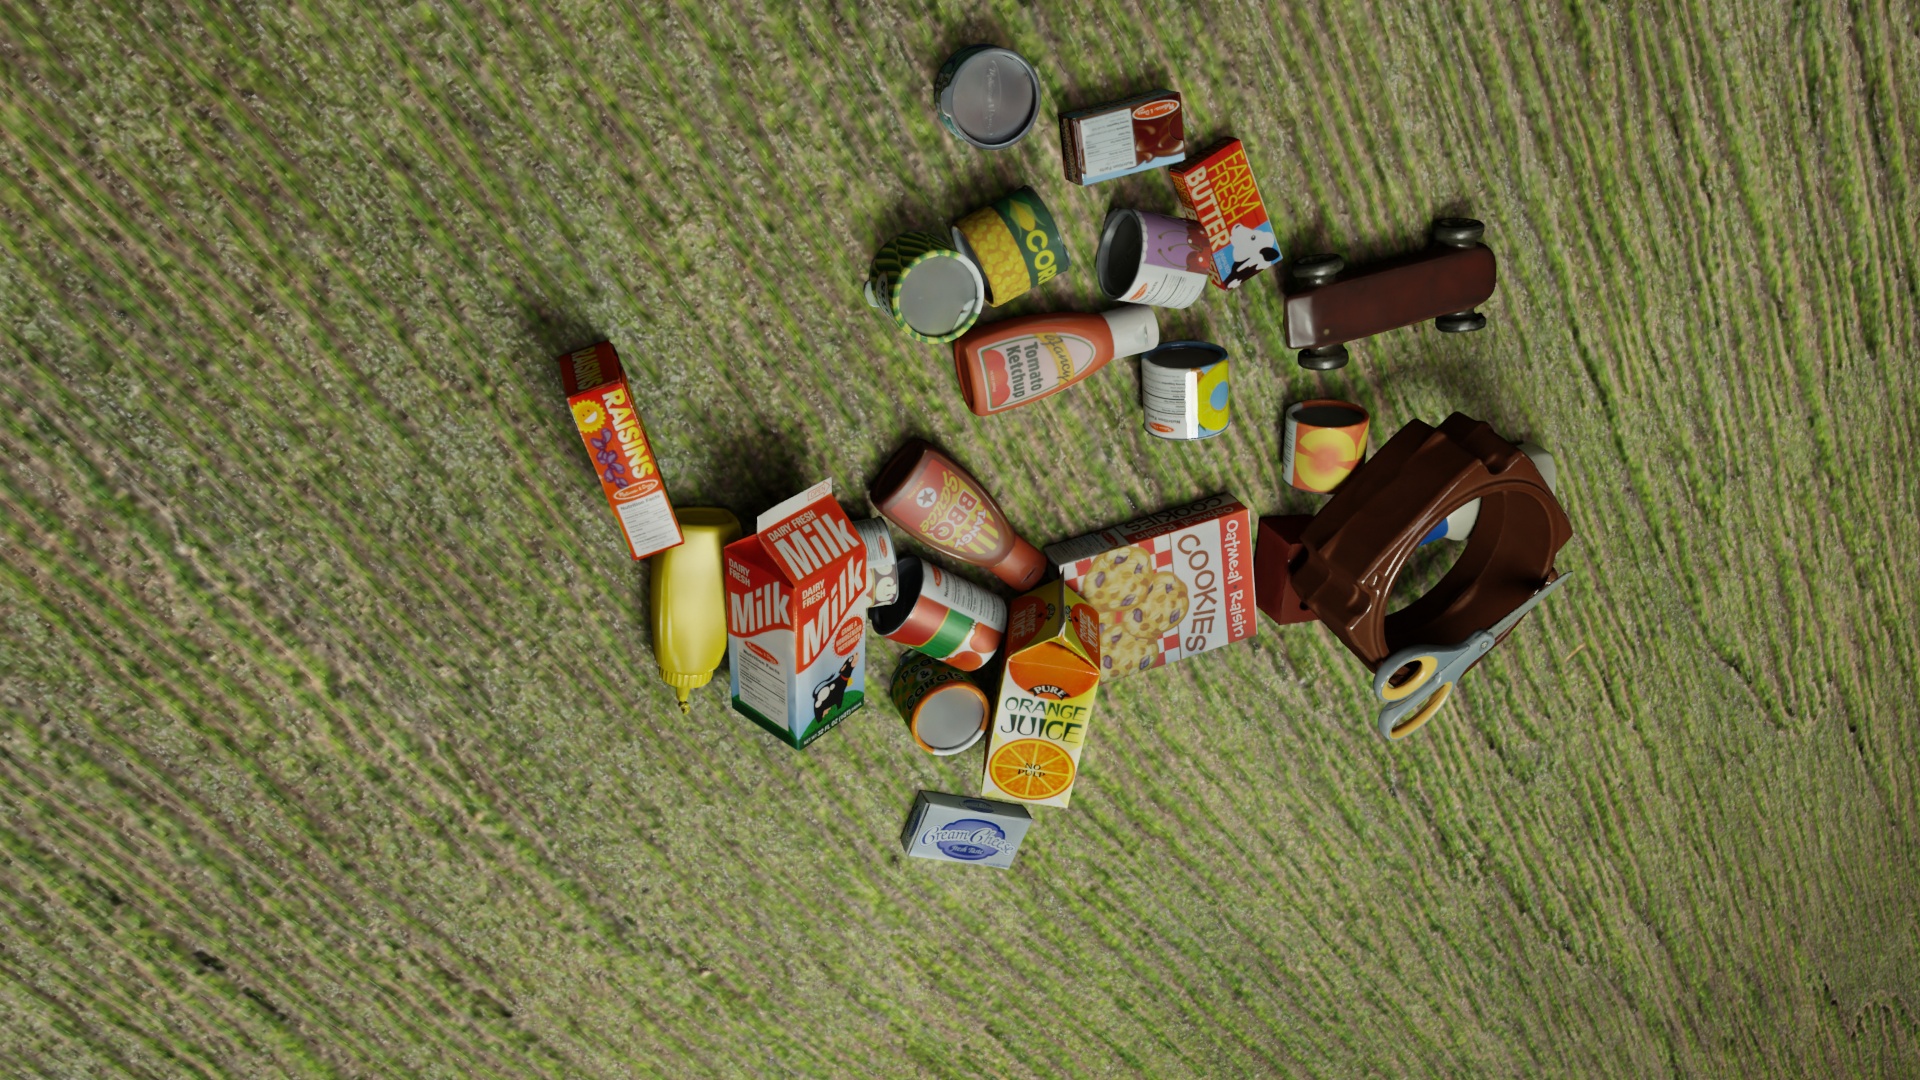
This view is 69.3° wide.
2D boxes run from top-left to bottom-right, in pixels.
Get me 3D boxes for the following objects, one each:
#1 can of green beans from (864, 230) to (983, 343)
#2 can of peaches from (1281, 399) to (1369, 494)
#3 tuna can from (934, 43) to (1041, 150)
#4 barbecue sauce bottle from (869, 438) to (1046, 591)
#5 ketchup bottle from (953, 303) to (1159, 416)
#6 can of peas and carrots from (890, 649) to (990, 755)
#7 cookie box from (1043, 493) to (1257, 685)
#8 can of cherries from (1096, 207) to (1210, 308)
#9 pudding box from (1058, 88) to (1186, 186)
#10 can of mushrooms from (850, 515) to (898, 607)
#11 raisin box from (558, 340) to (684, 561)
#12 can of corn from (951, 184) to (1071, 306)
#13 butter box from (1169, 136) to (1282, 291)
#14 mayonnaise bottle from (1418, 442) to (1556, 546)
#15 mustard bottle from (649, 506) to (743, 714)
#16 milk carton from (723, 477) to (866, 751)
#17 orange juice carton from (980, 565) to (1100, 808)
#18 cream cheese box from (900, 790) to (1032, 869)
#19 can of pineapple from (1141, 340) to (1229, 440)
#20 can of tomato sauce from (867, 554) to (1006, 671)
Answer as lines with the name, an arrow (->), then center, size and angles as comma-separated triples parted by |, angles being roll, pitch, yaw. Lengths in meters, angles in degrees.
can of green beans -> -0.023, -0.175, 0.959 | 0.071, 0.058, 0.071 | -8, 116, -17
can of peaches -> 0.297, -0.076, 1.122 | 0.071, 0.071, 0.057 | -11, 117, -16
tuna can -> 0.015, -0.298, 0.931 | 0.071, 0.033, 0.070 | -8, 116, -17
barbecue sauce bottle -> 0.004, -0.013, 1.054 | 0.148, 0.044, 0.065 | 37, 95, -31
ketchup bottle -> 0.071, -0.140, 1.021 | 0.149, 0.044, 0.064 | -17, 119, -13
can of peas and carrots -> -0.017, 0.126, 1.102 | 0.071, 0.059, 0.070 | -9, 117, -18
cookie box -> 0.159, 0.042, 1.142 | 0.168, 0.040, 0.122 | -16, 119, -12
can of cherries -> 0.139, -0.206, 1.004 | 0.058, 0.072, 0.071 | 3, 113, -22
pudding box -> 0.114, -0.284, 0.977 | 0.084, 0.030, 0.049 | -18, 118, -13
can of mushrooms -> -0.070, 0.018, 1.028 | 0.033, 0.071, 0.070 | -10, 117, -16
raisin box -> -0.224, -0.060, 0.920 | 0.040, 0.086, 0.122 | -20, 119, -9
can of corn -> 0.035, -0.202, 0.962 | 0.058, 0.071, 0.071 | -29, 121, -5
butter box -> 0.198, -0.243, 1.032 | 0.053, 0.024, 0.103 | -32, 121, -5
mayonnaise bottle -> 0.448, -0.034, 1.216 | 0.148, 0.041, 0.064 | -21, 123, -10
mustard bottle -> -0.195, 0.055, 1.007 | 0.065, 0.049, 0.159 | 1, 114, -26
milk carton -> -0.116, 0.048, 0.988 | 0.073, 0.073, 0.189 | -33, 138, -41
orange juice carton -> 0.065, 0.115, 1.087 | 0.073, 0.072, 0.191 | 8, 126, -1
cream cheese box -> 0.005, 0.248, 1.188 | 0.104, 0.024, 0.053 | 14, 108, -26
can of pineapple -> 0.172, -0.116, 1.058 | 0.071, 0.071, 0.057 | -14, 118, -15
can of tomato sauce -> -0.017, 0.058, 1.067 | 0.083, 0.071, 0.071 | 26, 103, -29
